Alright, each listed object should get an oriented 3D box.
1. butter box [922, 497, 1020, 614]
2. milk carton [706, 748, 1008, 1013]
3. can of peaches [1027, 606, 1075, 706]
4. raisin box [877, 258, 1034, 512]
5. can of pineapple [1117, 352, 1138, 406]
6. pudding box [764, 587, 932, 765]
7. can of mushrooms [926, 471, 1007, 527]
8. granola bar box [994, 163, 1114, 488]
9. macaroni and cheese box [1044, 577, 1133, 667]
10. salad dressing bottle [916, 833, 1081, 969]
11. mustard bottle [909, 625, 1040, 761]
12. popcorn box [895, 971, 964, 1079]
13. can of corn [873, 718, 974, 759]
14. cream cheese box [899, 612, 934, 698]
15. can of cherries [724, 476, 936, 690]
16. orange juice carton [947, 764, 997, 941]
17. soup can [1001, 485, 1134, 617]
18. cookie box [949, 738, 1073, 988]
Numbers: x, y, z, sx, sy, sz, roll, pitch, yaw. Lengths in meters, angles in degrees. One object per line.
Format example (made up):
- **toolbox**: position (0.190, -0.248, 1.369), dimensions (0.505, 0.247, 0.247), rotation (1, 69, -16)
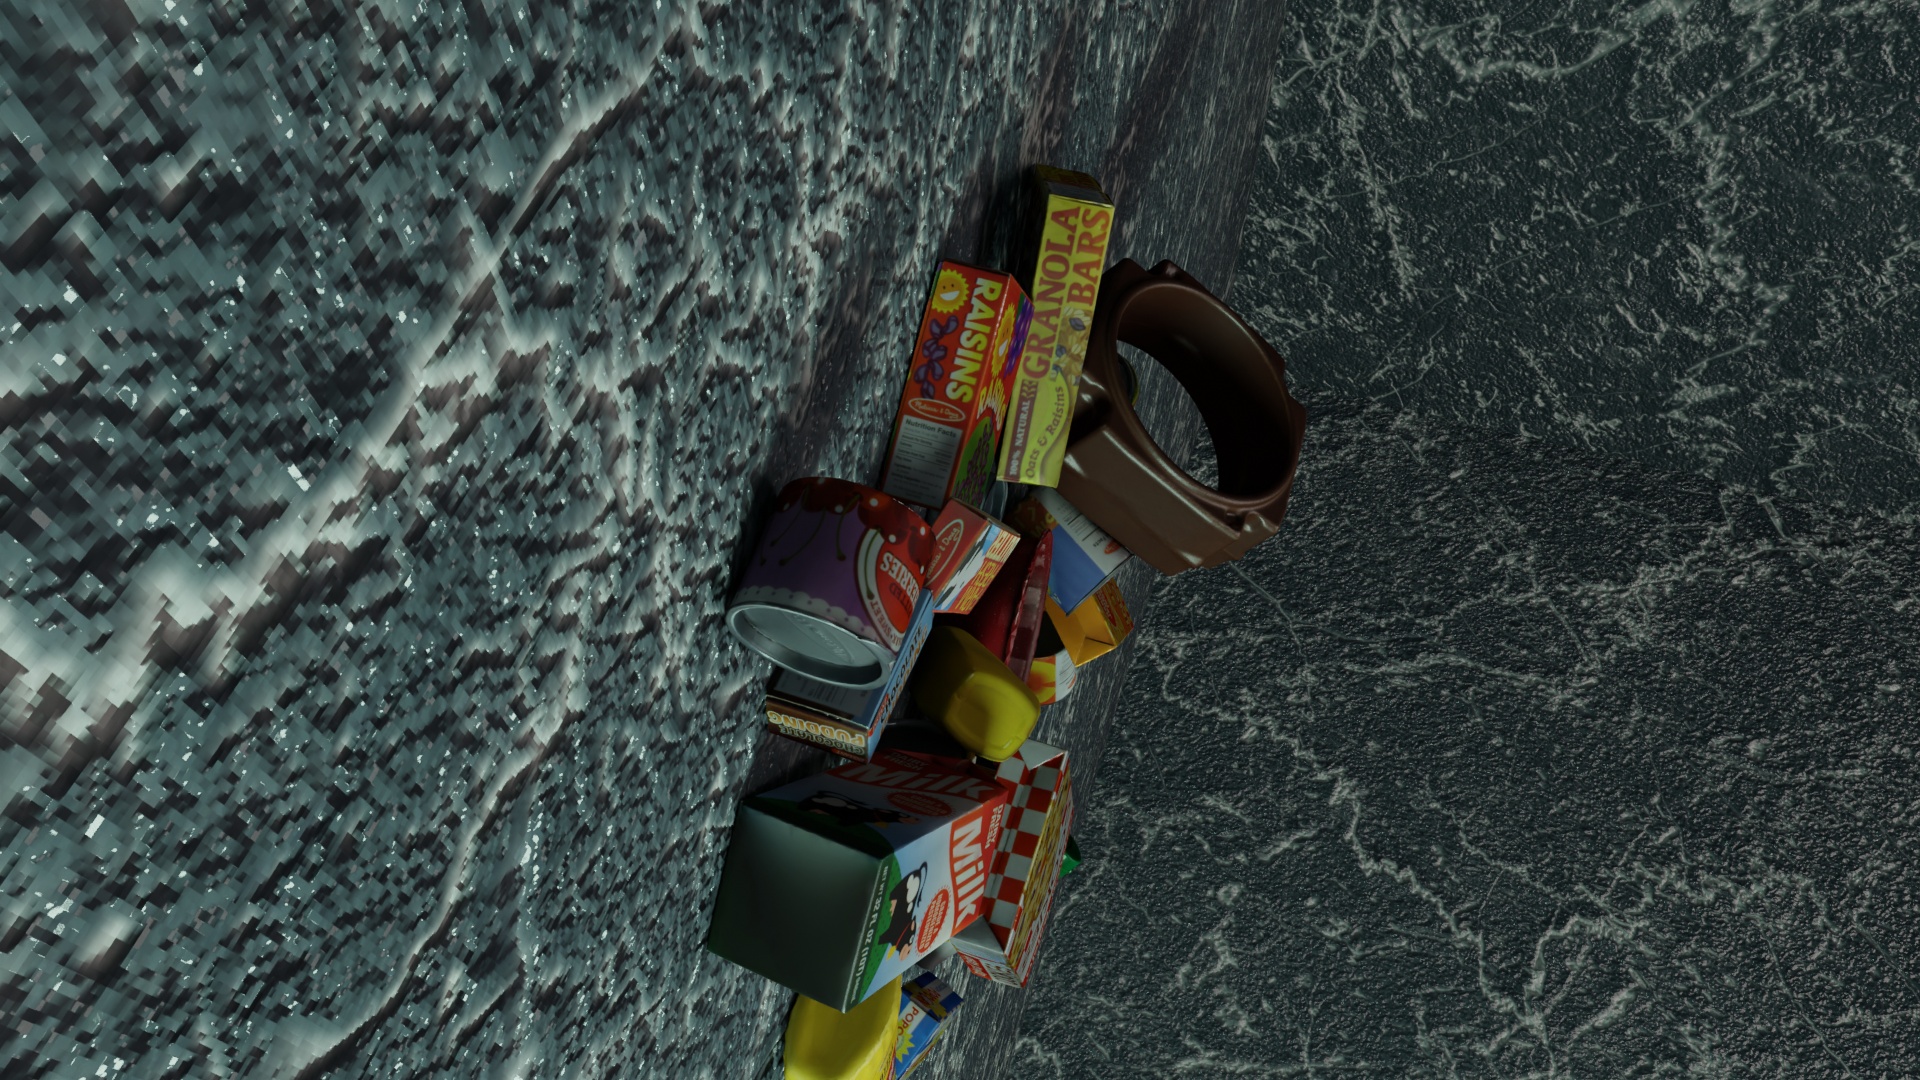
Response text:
- **butter box**: position (0.000, 0.010, 0.700), dimensions (0.053, 0.024, 0.103), rotation (-56, 169, 3)
- **milk carton**: position (-0.035, 0.152, 0.672), dimensions (0.191, 0.073, 0.072), rotation (-1, 106, -67)
- **can of peaches**: position (0.062, 0.096, 1.169), dimensions (0.071, 0.071, 0.057), rotation (-64, 159, -44)
- **raisin box**: position (-0.001, -0.075, 0.718), dimensions (0.086, 0.040, 0.123), rotation (10, 96, -78)
- **can of pineapple**: position (0.109, -0.122, 1.118), dimensions (0.058, 0.071, 0.071), rotation (-17, 121, -77)
- **pudding box**: position (-0.048, 0.053, 0.622), dimensions (0.030, 0.050, 0.084), rotation (94, 15, -48)
- **can of mushrooms**: position (0.003, -0.010, 0.831), dimensions (0.071, 0.033, 0.071), rotation (12, 92, -79)
- **granola bar box**: position (0.052, -0.129, 0.822), dimensions (0.125, 0.039, 0.164), rotation (-92, -169, -68)
- **macaroni and cheese box**: position (0.093, 0.031, 1.132), dimensions (0.123, 0.040, 0.166), rotation (64, 12, 4)
- **salad dressing bottle**: position (0.022, 0.264, 1.037), dimensions (0.147, 0.044, 0.064), rotation (-37, 173, 14)
- **mustard bottle**: position (-0.002, 0.081, 0.808), dimensions (0.049, 0.065, 0.160), rotation (-54, -165, 0)
- **popcorn box**: position (-0.044, 0.357, 0.989), dimensions (0.085, 0.038, 0.126), rotation (-51, 166, -4)
- **can of corn**: position (-0.027, 0.142, 0.784), dimensions (0.071, 0.071, 0.058), rotation (-46, 147, -68)
- **cream cheese box**: position (-0.037, 0.042, 0.725), dimensions (0.103, 0.024, 0.053), rotation (76, 31, -67)
- **can of cherries**: position (-0.046, 0.017, 0.530), dimensions (0.071, 0.071, 0.058), rotation (84, 23, -61)
- **orange juice carton**: position (-0.017, 0.197, 0.895), dimensions (0.193, 0.073, 0.071), rotation (-14, 118, -77)
- **soup can**: position (0.073, 0.005, 1.017), dimensions (0.071, 0.084, 0.071), rotation (-42, 173, -6)
- **cookie box**: position (0.036, 0.205, 0.866), dimensions (0.166, 0.040, 0.123), rotation (77, 30, -65)
